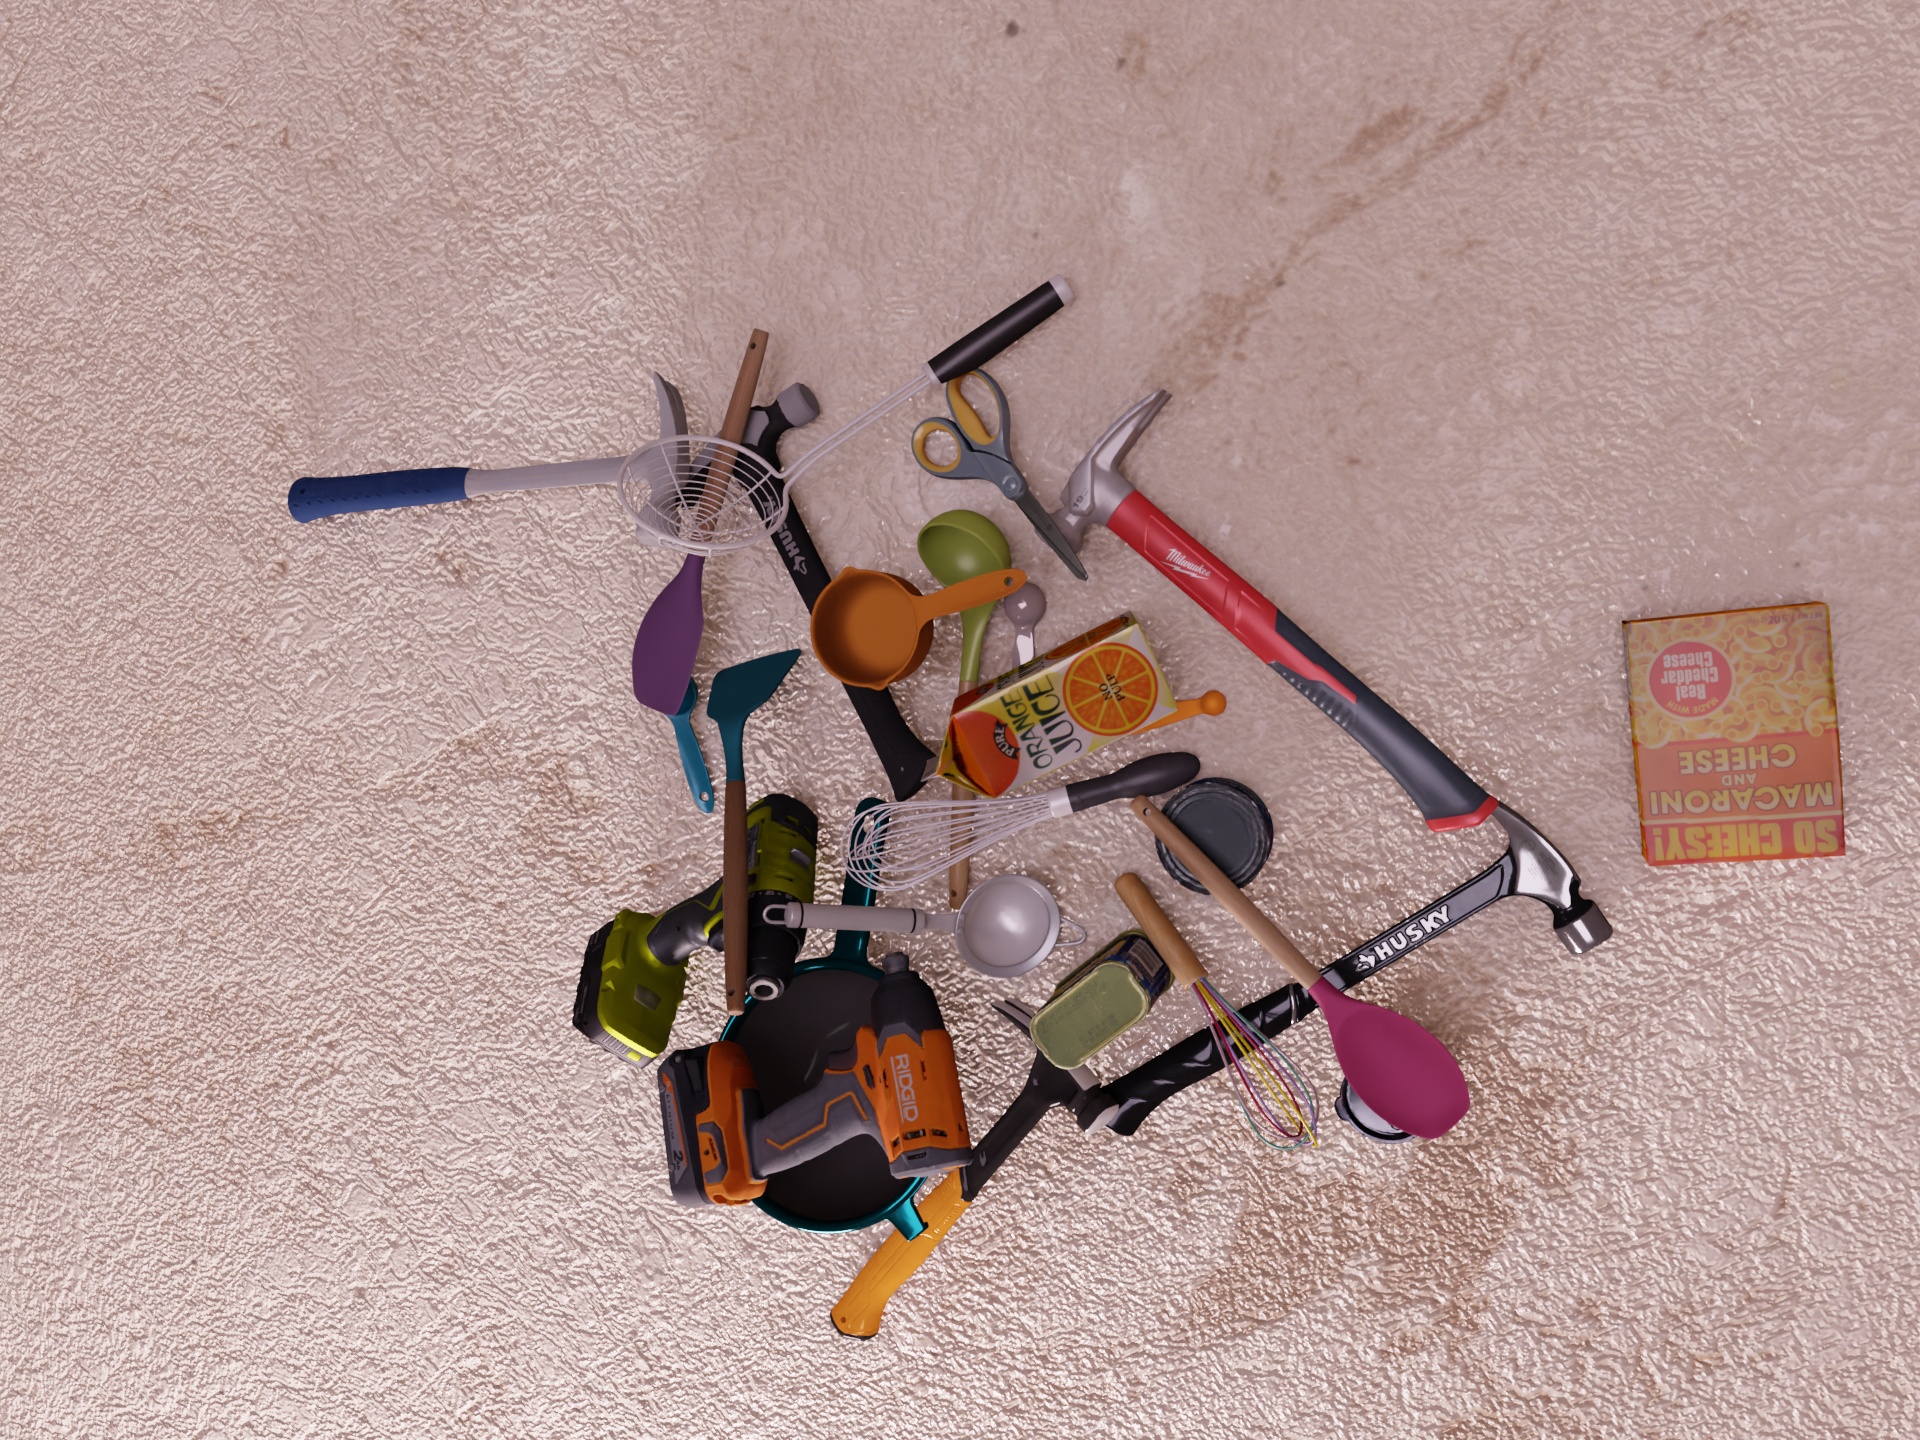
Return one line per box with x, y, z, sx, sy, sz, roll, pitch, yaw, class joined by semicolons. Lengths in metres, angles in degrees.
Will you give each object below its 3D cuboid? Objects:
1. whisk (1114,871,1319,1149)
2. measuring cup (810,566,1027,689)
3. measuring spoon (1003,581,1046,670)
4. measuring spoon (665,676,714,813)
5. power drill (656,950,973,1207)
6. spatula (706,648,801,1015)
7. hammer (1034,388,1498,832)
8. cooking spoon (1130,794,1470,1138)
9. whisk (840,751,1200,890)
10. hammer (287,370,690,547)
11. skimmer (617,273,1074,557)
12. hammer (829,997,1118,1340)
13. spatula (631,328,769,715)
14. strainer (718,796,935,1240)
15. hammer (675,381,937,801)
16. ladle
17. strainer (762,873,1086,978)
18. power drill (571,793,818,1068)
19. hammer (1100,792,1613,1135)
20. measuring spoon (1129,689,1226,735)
0.187;0.213;1.177;0.051;0.047;0.245;-46;60;21;whisk
-0.025;-0.081;1.191;0.173;0.052;0.095;-17;87;17;measuring cup
0.047;-0.045;1.236;0.034;0.018;0.124;3;99;19;measuring spoon
-0.227;0.016;1.344;0.042;0.021;0.128;-10;103;19;measuring spoon
-0.110;0.274;1.199;0.226;0.084;0.164;-16;72;16;power drill
-0.166;0.076;1.222;0.082;0.044;0.318;-15;59;18;spatula
0.234;-0.071;1.140;0.386;0.038;0.143;43;107;15;hammer
0.237;0.170;1.146;0.069;0.017;0.319;-46;75;10;cooking spoon
0.045;0.072;1.215;0.284;0.070;0.070;-16;92;6;whisk
-0.405;-0.207;1.350;0.405;0.035;0.144;-1;74;23;hammer
-0.083;-0.241;1.186;0.363;0.090;0.127;-32;56;7;skimmer
-0.012;0.381;1.294;0.127;0.034;0.336;46;113;25;hammer
-0.205;-0.158;1.269;0.060;0.018;0.316;23;101;20;spatula
-0.081;0.236;1.288;0.211;0.095;0.340;5;81;24;strainer
-0.112;-0.089;1.266;0.146;0.035;0.335;-29;83;20;hammer
-0.002;-0.004;1.240;0.078;0.062;0.320;11;104;34;ladle
-0.027;0.152;1.224;0.258;0.050;0.087;6;102;-23;strainer
-0.205;0.182;1.272;0.228;0.191;0.080;-36;121;24;power drill
0.261;0.197;1.185;0.409;0.036;0.149;-36;84;20;hammer
0.145;-0.002;1.211;0.117;0.011;0.021;-13;92;20;measuring spoon
